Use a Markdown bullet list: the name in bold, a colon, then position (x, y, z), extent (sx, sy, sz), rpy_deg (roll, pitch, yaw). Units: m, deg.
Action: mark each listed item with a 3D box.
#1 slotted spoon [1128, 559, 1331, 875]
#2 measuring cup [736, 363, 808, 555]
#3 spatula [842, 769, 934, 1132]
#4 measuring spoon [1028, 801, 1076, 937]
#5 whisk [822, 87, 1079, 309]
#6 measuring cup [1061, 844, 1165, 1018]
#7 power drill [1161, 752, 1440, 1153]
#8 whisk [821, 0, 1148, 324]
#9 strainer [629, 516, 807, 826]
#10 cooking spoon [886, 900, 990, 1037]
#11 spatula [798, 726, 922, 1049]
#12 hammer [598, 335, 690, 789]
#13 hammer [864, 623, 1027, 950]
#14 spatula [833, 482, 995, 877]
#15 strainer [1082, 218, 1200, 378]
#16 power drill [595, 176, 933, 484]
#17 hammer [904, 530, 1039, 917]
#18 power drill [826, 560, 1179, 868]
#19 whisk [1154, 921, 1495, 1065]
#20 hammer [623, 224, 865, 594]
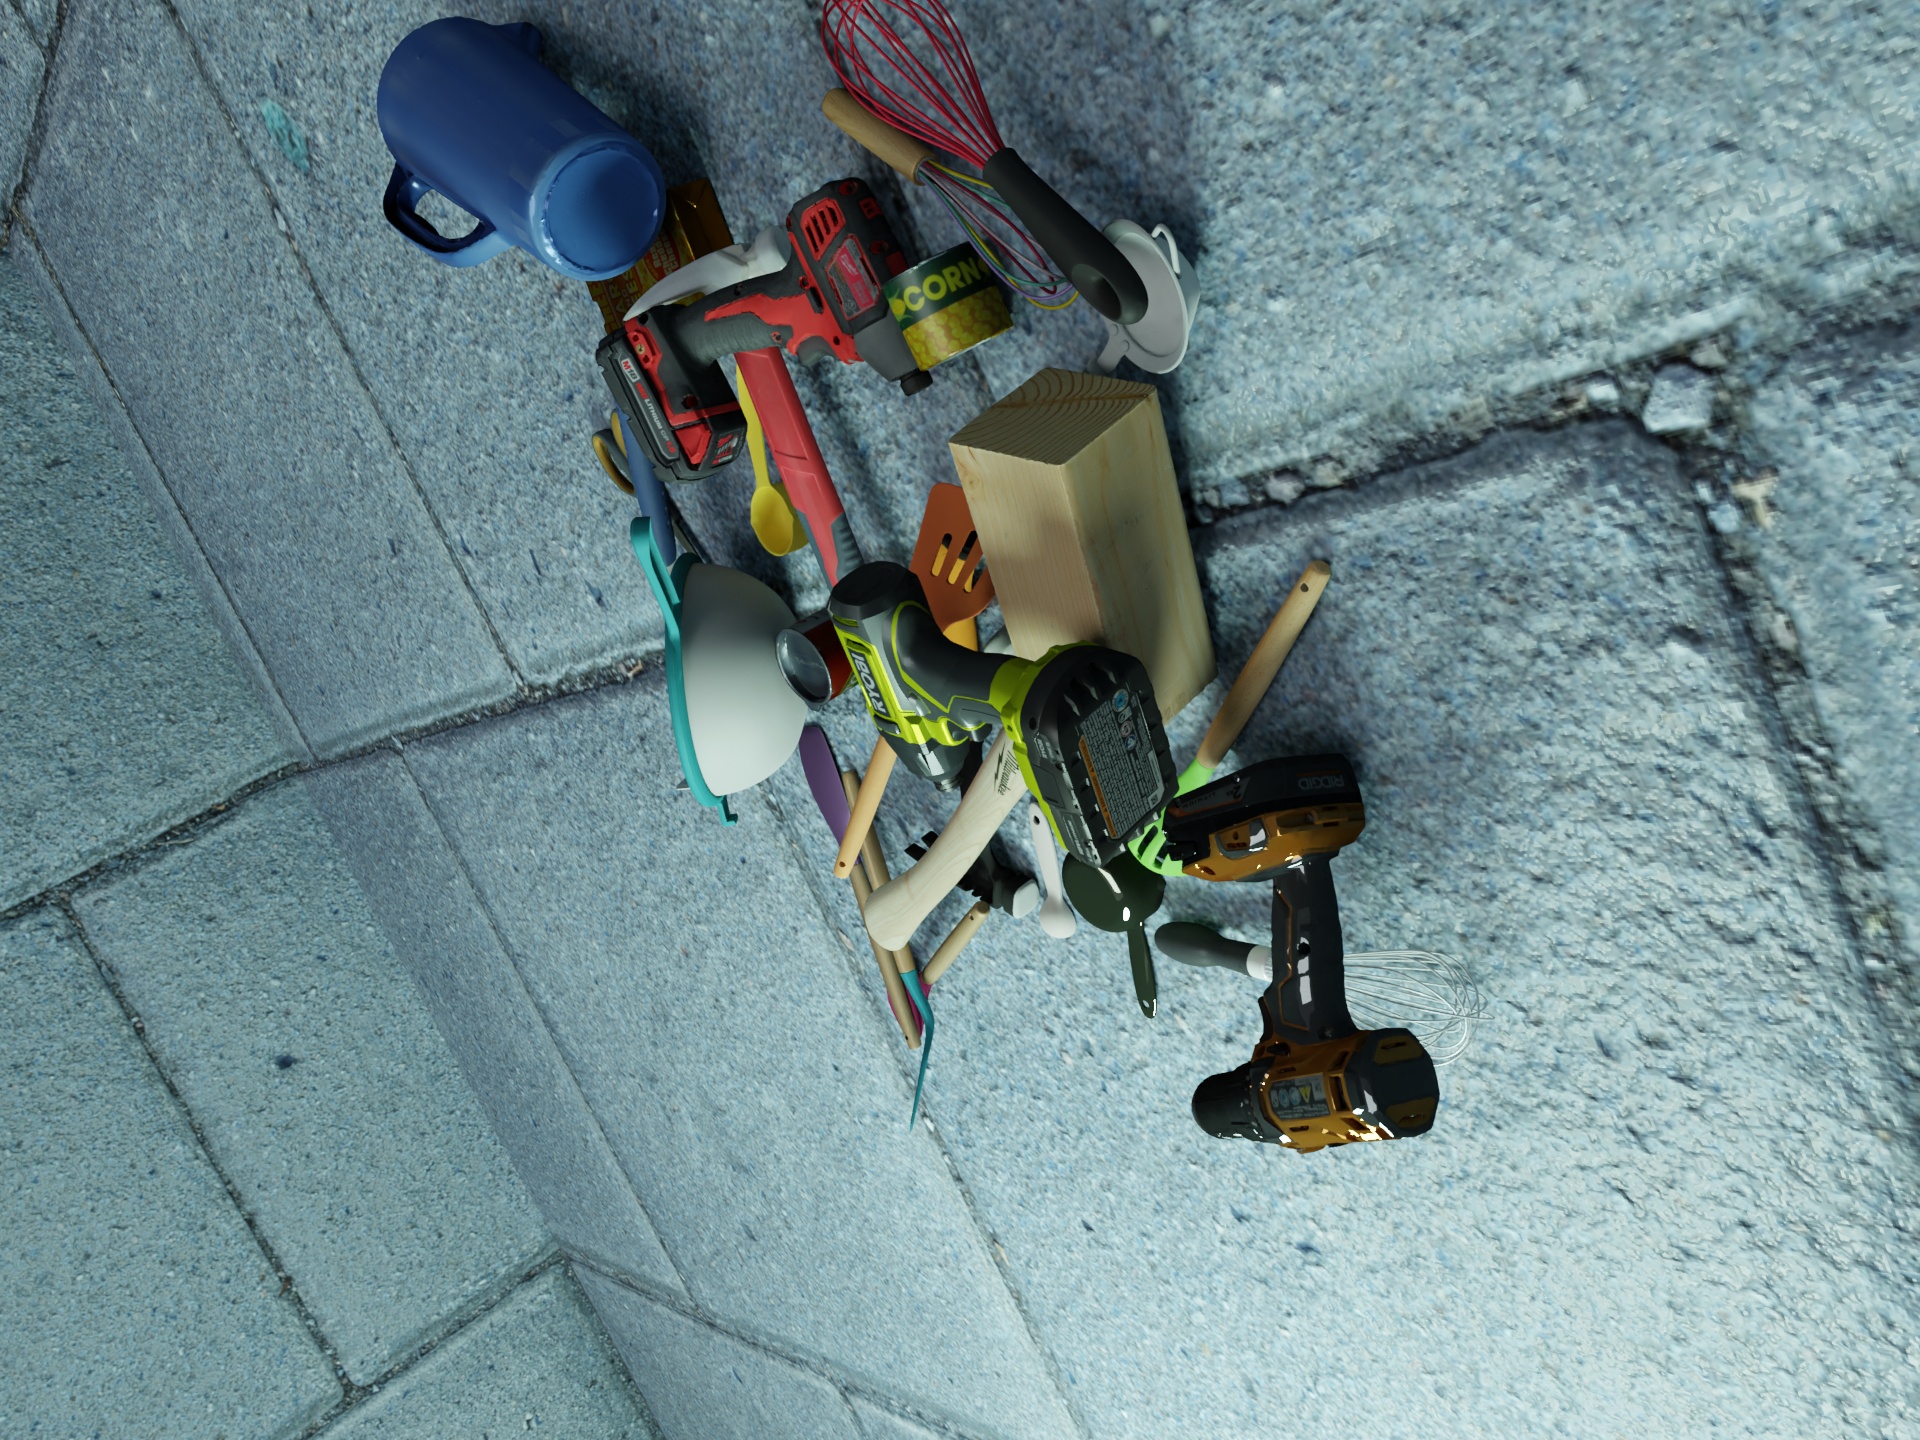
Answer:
- **slotted spoon**: position (0.166, 0.008, 1.018), extent (0.070, 0.031, 0.313), rpy_deg (47, 143, 21)
- **measuring cup**: position (-0.148, -0.209, 1.254), extent (0.062, 0.029, 0.156), rpy_deg (3, 106, 51)
- **spatula**: position (-0.065, 0.199, 1.403), extent (0.082, 0.044, 0.317), rpy_deg (-52, -54, -85)
- **measuring spoon**: position (0.065, 0.120, 1.241), extent (0.034, 0.018, 0.124), rpy_deg (16, 127, 46)
- **whisk**: position (-0.009, -0.318, 0.957), extent (0.245, 0.051, 0.047), rpy_deg (45, 164, 30)
- **measuring cup**: position (0.118, 0.160, 1.186), extent (0.083, 0.038, 0.167), rpy_deg (13, 124, 47)
- **power drill**: position (0.190, 0.150, 0.978), extent (0.185, 0.084, 0.226), rpy_deg (-32, 65, 56)
- **whisk**: position (0.010, -0.323, 0.890), extent (0.296, 0.073, 0.073), rpy_deg (53, 147, 20)
- **strainer**: position (-0.178, -0.064, 1.255), extent (0.340, 0.095, 0.211), rpy_deg (83, -176, -64)
- **cooking spoon**: position (-0.022, 0.219, 1.404), extent (0.069, 0.017, 0.318), rpy_deg (61, 155, 17)
- **spatula**: position (-0.090, 0.154, 1.447), extent (0.060, 0.018, 0.316), rpy_deg (-6, 105, 55)
- **hammer**: position (-0.245, -0.123, 1.339), extent (0.144, 0.035, 0.405), rpy_deg (-90, -5, -56)
- **hammer**: position (0.014, 0.088, 1.207), extent (0.146, 0.038, 0.410), rpy_deg (47, 144, 10)
- **spatula**: position (-0.038, -0.014, 1.146), extent (0.081, 0.041, 0.322), rpy_deg (27, 121, 8)
- **strainer**: position (0.086, -0.210, 0.935), extent (0.087, 0.050, 0.258), rpy_deg (60, 153, 12)
- **power drill**: position (-0.124, -0.251, 1.072), extent (0.219, 0.078, 0.143), rpy_deg (-24, 98, 25)
- **hammer**: position (-0.002, -0.004, 1.214), extent (0.127, 0.034, 0.336), rpy_deg (26, 135, 37)
- **power drill**: position (0.022, 0.001, 0.986), extent (0.223, 0.080, 0.171), rpy_deg (23, 144, 45)
- **whisk**: position (0.223, 0.165, 1.044), extent (0.285, 0.070, 0.070), rpy_deg (6, 121, 55)
- **hammer**: position (-0.116, -0.151, 1.167), extent (0.143, 0.038, 0.386), rpy_deg (-16, 101, 27)
